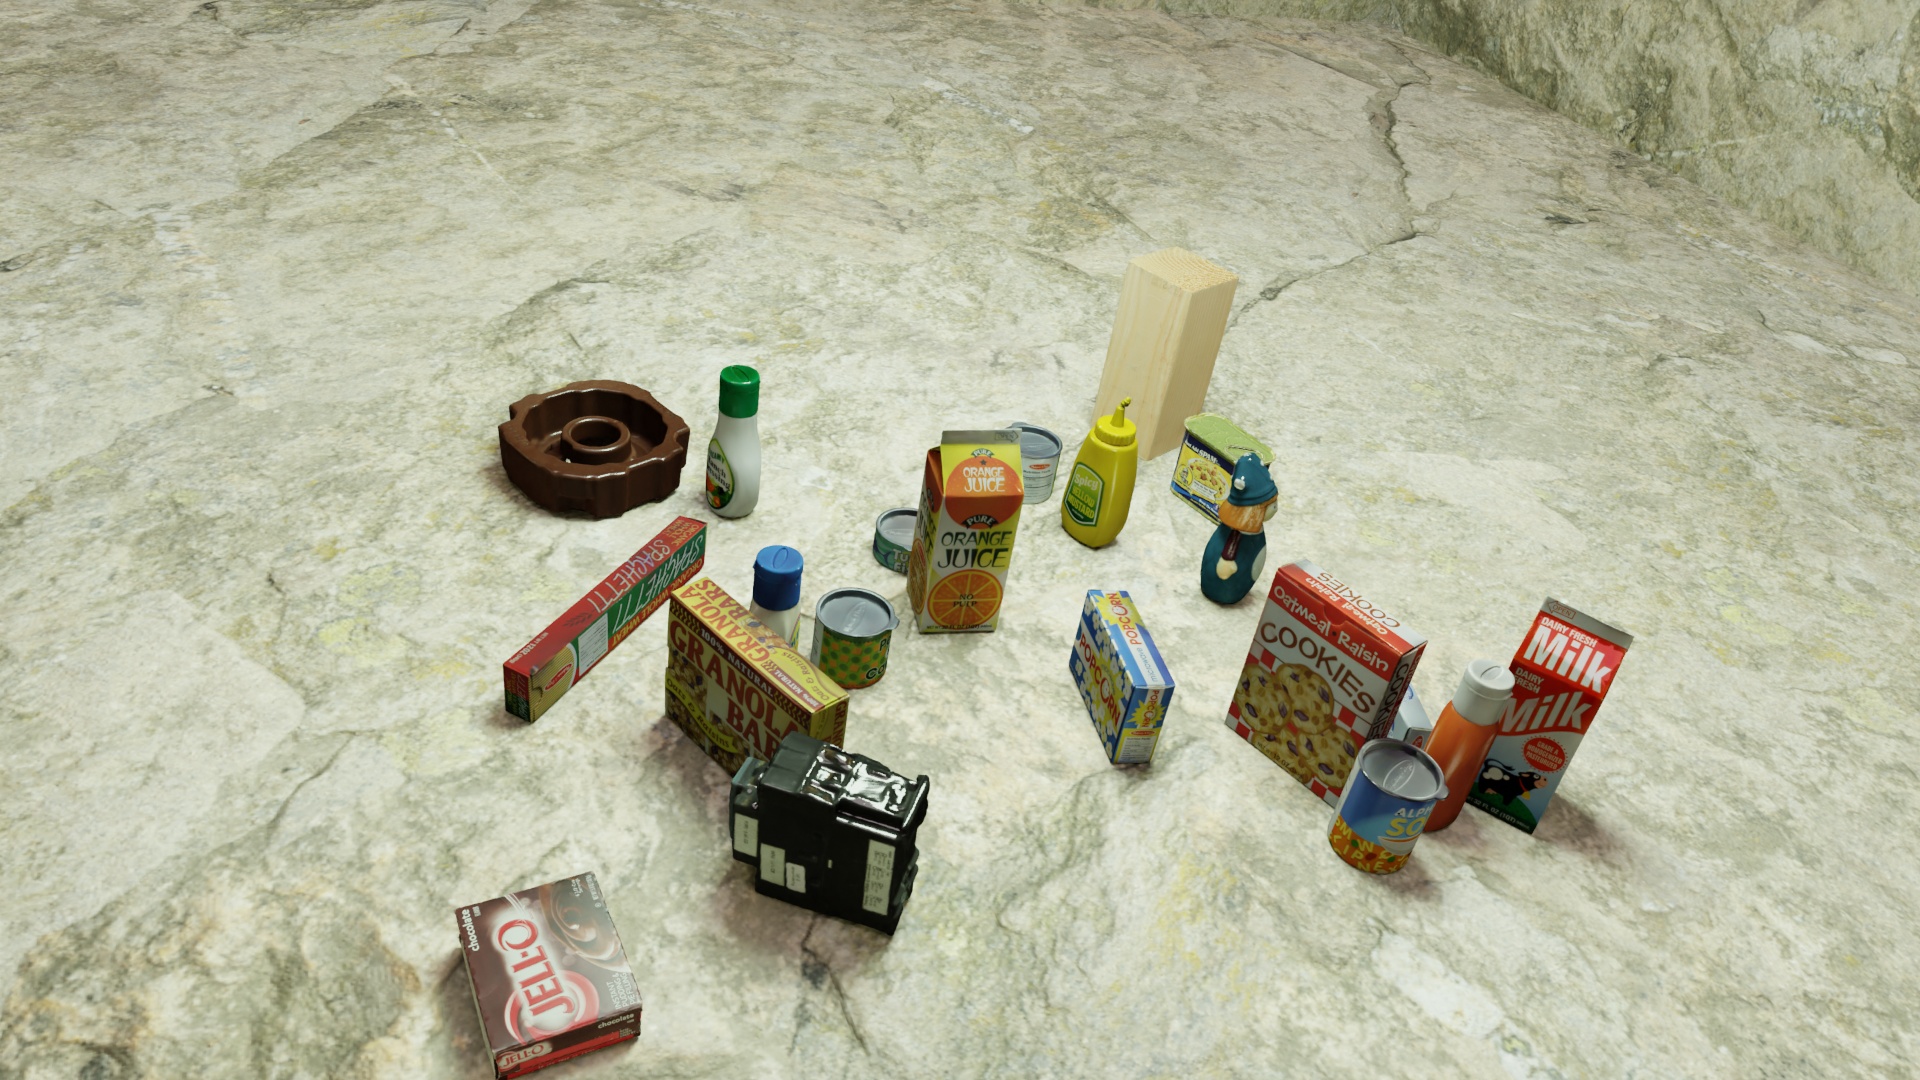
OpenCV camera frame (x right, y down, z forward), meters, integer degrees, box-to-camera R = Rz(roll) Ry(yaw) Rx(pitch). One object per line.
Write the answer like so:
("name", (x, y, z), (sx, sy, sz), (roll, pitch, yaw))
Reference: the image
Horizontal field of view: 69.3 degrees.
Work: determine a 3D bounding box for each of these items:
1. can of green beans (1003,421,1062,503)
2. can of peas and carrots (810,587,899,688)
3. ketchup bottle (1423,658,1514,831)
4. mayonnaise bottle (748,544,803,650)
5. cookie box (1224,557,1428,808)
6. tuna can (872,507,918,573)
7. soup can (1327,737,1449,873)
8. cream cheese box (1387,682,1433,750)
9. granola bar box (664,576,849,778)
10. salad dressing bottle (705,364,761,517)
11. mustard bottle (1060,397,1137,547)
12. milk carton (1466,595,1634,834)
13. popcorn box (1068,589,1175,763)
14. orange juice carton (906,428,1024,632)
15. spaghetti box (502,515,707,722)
("can of green beans", (0.068, -0.079, 1.437), (0.071, 0.057, 0.071), (7, 34, -5))
("can of peas and carrots", (-0.089, 0.082, 1.163), (0.071, 0.058, 0.071), (7, 34, -5))
("ketchup bottle", (0.394, 0.161, 1.098), (0.065, 0.148, 0.043), (-22, 46, -38))
("mayonnaise bottle", (-0.146, 0.073, 1.082), (0.041, 0.147, 0.065), (12, 34, 2))
("cookie box", (0.290, 0.116, 1.119), (0.040, 0.166, 0.123), (-20, 45, -37))
("tuna can", (-0.049, 0.001, 1.312), (0.071, 0.032, 0.071), (7, 34, -5))
("soup can", (0.329, 0.207, 1.072), (0.071, 0.083, 0.072), (7, 34, -5))
("cream cheese box", (0.373, 0.147, 1.197), (0.024, 0.053, 0.104), (5, 35, -7))
("granola bar box", (-0.156, 0.122, 1.031), (0.166, 0.123, 0.039), (35, 41, 31))
("salad dressing bottle", (-0.211, -0.093, 1.304), (0.044, 0.146, 0.064), (-16, 42, -33))
("mustard bottle", (0.141, -0.071, 1.355), (0.049, 0.159, 0.065), (-21, 45, -37))
("milk carton", (0.470, 0.135, 1.119), (0.072, 0.189, 0.074), (28, 38, 24))
("popcorn box", (0.132, 0.111, 1.156), (0.038, 0.084, 0.127), (0, 36, -16))
("orange juice carton", (0.004, -0.015, 1.210), (0.072, 0.191, 0.073), (0, 36, -16))
("spaghetti box", (-0.288, 0.058, 1.153), (0.029, 0.049, 0.251), (20, 36, 14))
